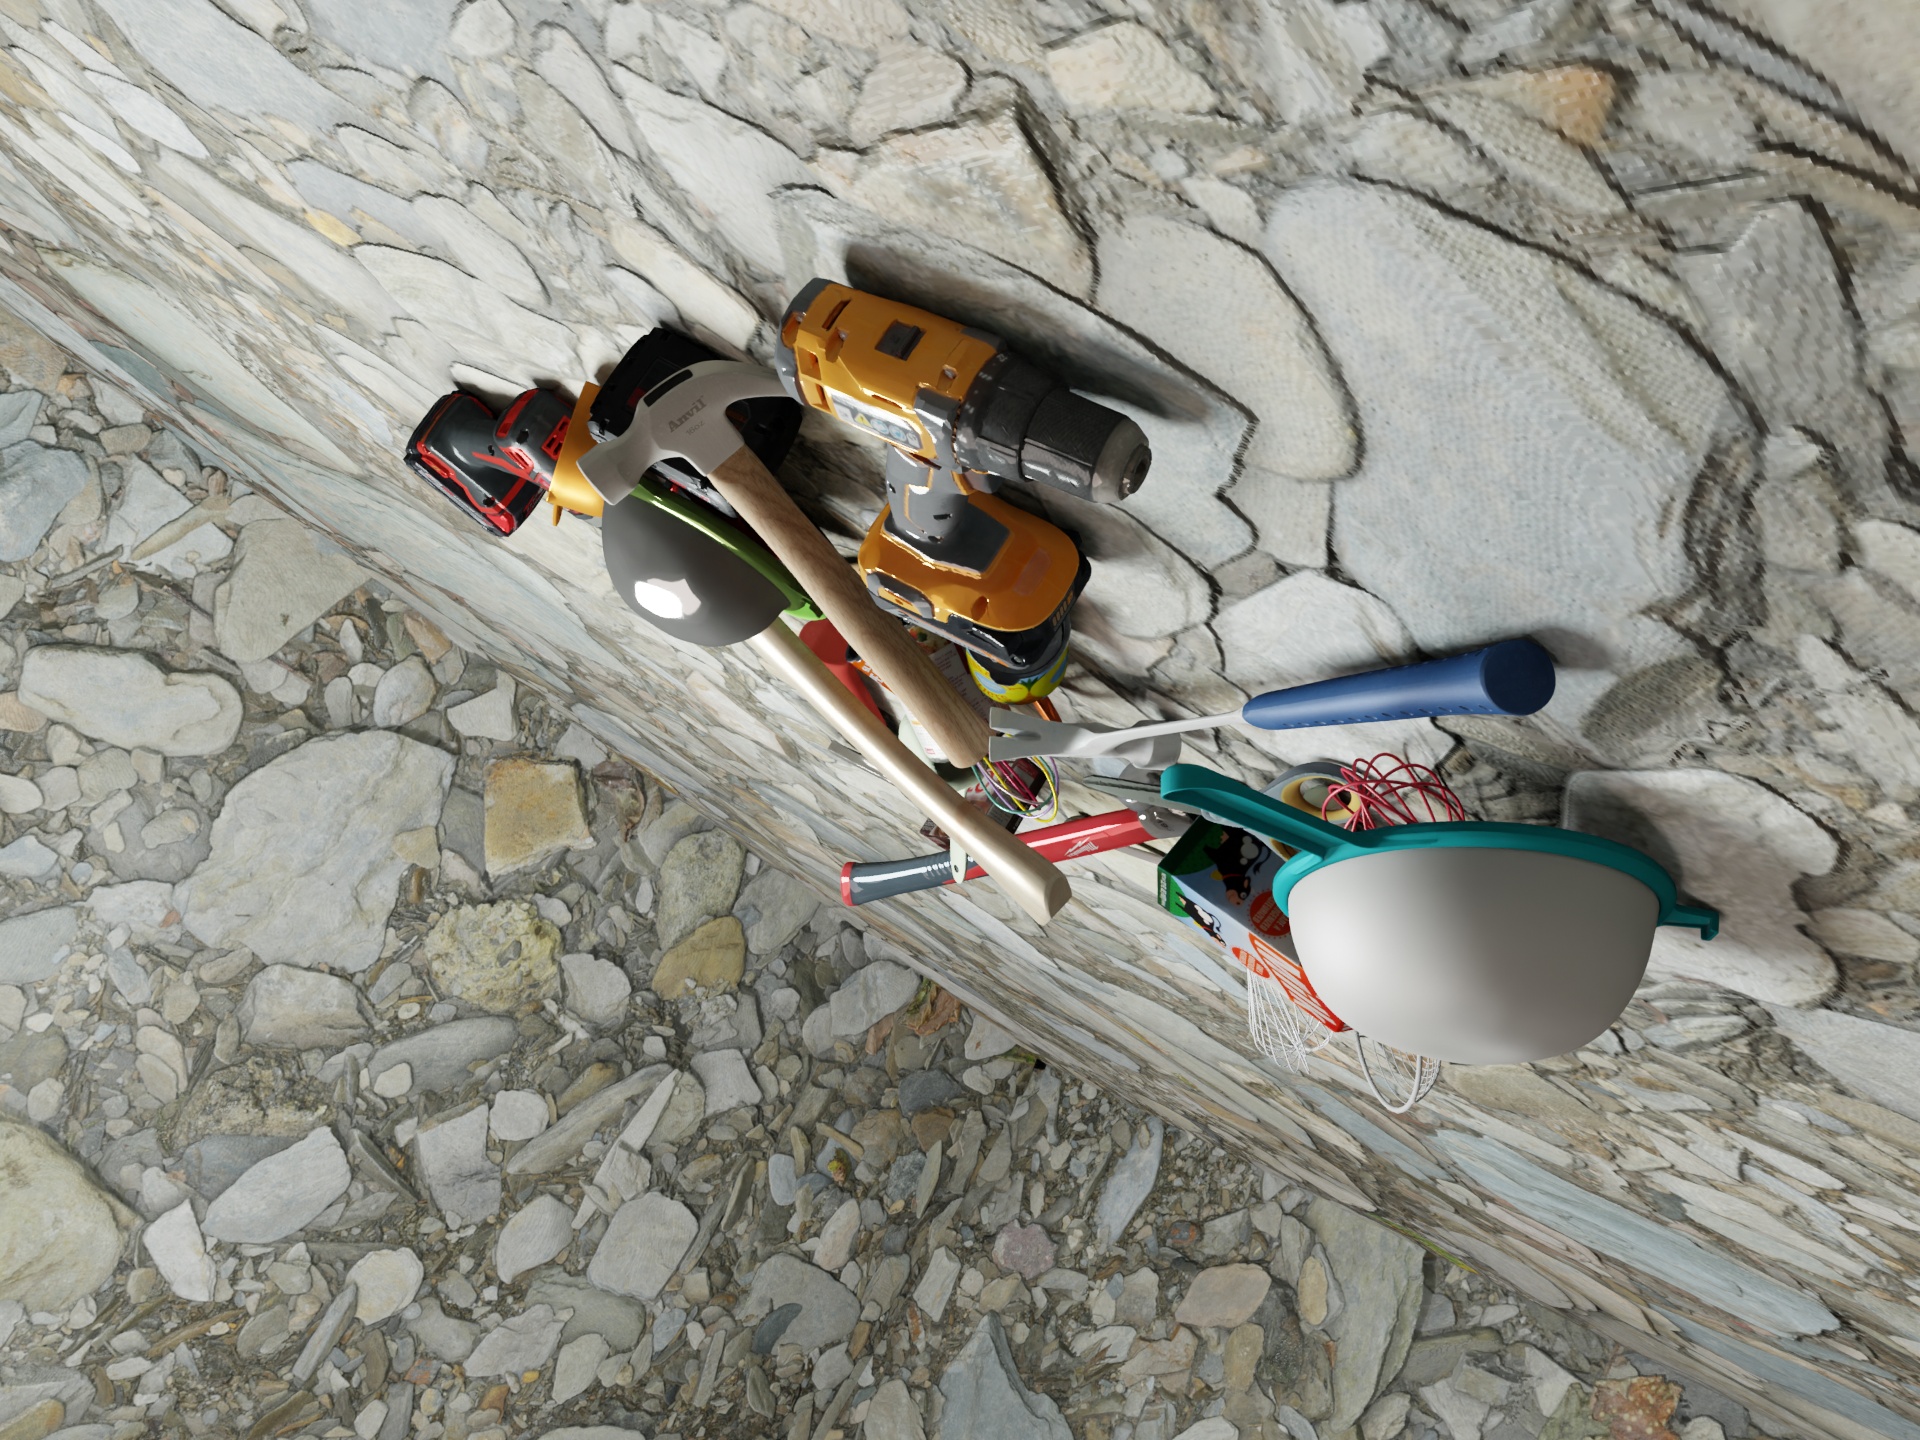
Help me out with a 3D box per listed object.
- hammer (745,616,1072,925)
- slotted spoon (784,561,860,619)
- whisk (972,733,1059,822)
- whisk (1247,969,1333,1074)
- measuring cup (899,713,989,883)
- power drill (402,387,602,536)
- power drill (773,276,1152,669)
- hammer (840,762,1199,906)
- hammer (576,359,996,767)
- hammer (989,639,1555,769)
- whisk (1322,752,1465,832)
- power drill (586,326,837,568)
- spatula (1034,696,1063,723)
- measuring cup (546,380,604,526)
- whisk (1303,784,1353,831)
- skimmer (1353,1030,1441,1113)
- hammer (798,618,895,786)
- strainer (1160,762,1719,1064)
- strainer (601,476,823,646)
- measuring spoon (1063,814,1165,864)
[{"bbox_3d":[-0.080,0.007,1.204,0.411,0.038,0.146,44,146,7],"label":"hammer"},{"bbox_3d":[-0.063,-0.101,1.113,0.070,0.031,0.314,49,159,-23],"label":"slotted spoon"},{"bbox_3d":[-0.002,-0.002,1.168,0.245,0.051,0.047,45,171,41],"label":"whisk"},{"bbox_3d":[0.234,0.185,1.243,0.070,0.070,0.284,19,149,42],"label":"whisk"},{"bbox_3d":[-0.015,0.061,1.245,0.083,0.038,0.167,29,130,46],"label":"measuring cup"},{"bbox_3d":[-0.329,-0.191,1.289,0.227,0.080,0.187,12,157,47],"label":"power drill"},{"bbox_3d":[0.014,-0.113,0.804,0.185,0.084,0.226,25,160,20],"label":"power drill"},{"bbox_3d":[0.049,0.118,1.309,0.386,0.038,0.143,-17,135,42],"label":"hammer"},{"bbox_3d":[-0.072,-0.081,0.951,0.331,0.130,0.031,49,-177,-38],"label":"hammer"},{"bbox_3d":[0.155,-0.002,0.878,0.144,0.035,0.405,3,174,-24],"label":"hammer"},{"bbox_3d":[0.294,0.095,0.960,0.073,0.073,0.295,19,167,43],"label":"whisk"},{"bbox_3d":[-0.146,-0.150,1.030,0.143,0.078,0.219,30,169,11],"label":"power drill"},{"bbox_3d":[0.013,-0.016,1.212,0.081,0.041,0.323,56,163,-11],"label":"spatula"},{"bbox_3d":[-0.260,-0.171,1.134,0.052,0.095,0.173,17,158,-12],"label":"measuring cup"},{"bbox_3d":[0.275,0.115,1.092,0.246,0.058,0.059,53,-174,-46],"label":"whisk"},{"bbox_3d":[0.266,0.173,1.212,0.363,0.090,0.127,44,-164,-32],"label":"skimmer"},{"bbox_3d":[-0.098,-0.010,1.487,0.149,0.037,0.358,27,166,19],"label":"hammer"},{"bbox_3d":[0.226,0.113,0.825,0.340,0.095,0.211,23,152,-34],"label":"strainer"},{"bbox_3d":[-0.198,-0.094,1.057,0.151,0.069,0.256,34,170,-22],"label":"strainer"},{"bbox_3d":[0.149,0.108,1.416,0.124,0.018,0.034,18,162,24],"label":"measuring spoon"}]
